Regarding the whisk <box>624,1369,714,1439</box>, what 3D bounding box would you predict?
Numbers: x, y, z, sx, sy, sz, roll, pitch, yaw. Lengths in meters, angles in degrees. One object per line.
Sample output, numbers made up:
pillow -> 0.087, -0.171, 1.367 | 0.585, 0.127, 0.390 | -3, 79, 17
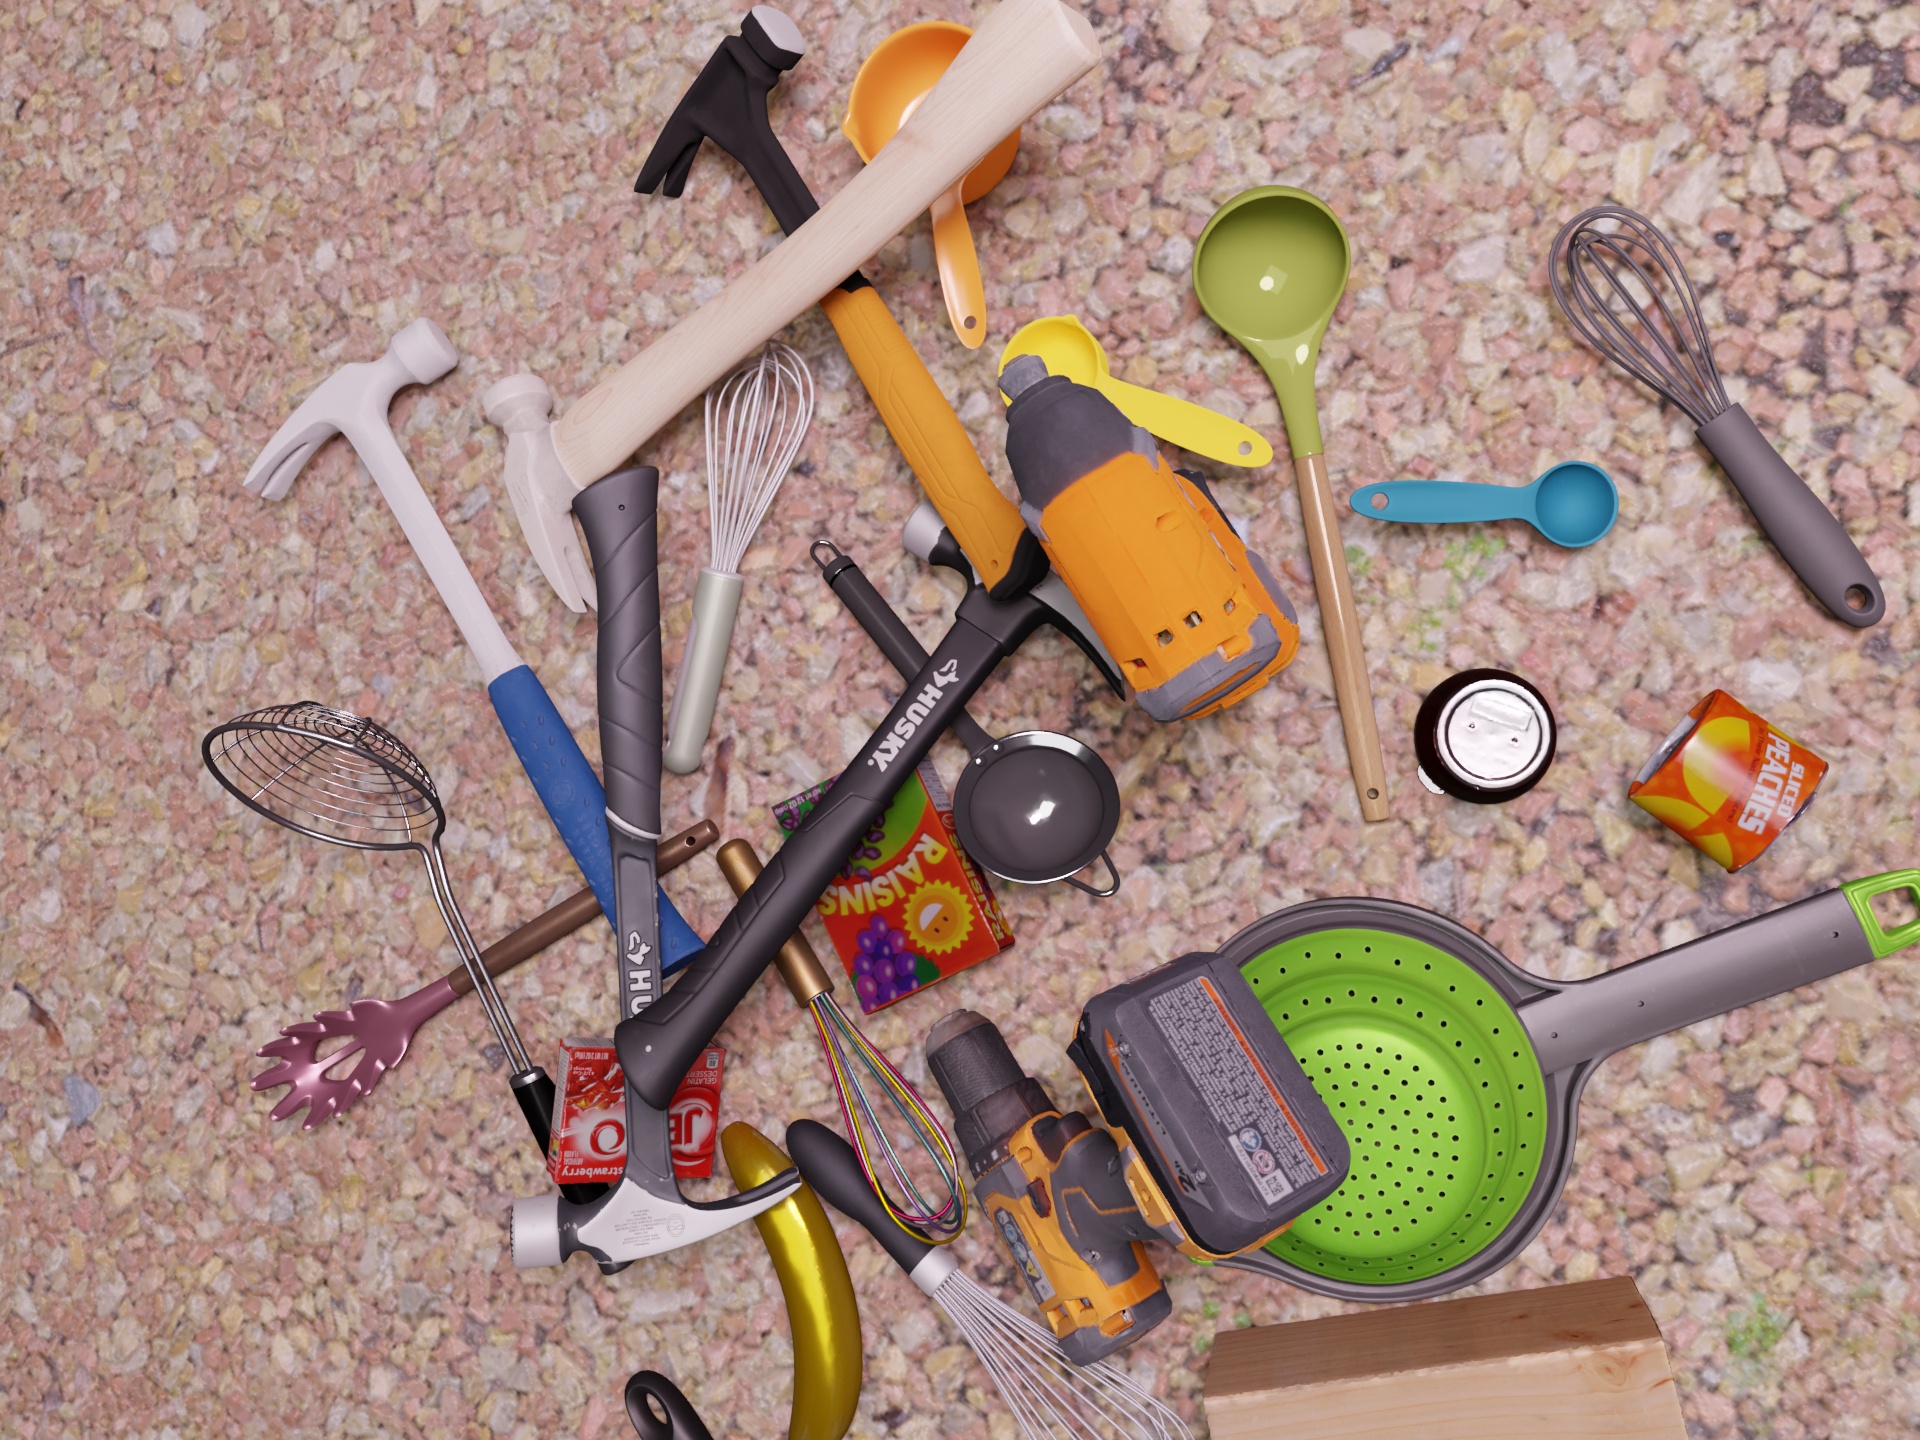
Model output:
whisk -> -0.088, 0.473, 0.853 | 0.073, 0.073, 0.296 | -46, 72, 10

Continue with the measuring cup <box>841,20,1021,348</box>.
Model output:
measuring cup -> -0.003, -0.278, 0.847 | 0.095, 0.052, 0.173 | -11, 88, 14

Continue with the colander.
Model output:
colander -> 0.264, 0.158, 0.745 | 0.397, 0.094, 0.204 | -24, 83, 13

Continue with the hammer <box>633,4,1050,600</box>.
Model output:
hammer -> -0.056, -0.202, 0.829 | 0.127, 0.034, 0.337 | -40, 74, 35

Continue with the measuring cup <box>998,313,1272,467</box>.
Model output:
measuring cup -> 0.092, -0.160, 0.820 | 0.157, 0.029, 0.062 | 27, 97, 21

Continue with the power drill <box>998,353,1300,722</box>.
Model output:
power drill -> 0.085, -0.078, 0.728 | 0.084, 0.226, 0.164 | -33, 81, 12

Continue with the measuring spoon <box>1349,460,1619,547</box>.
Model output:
measuring spoon -> 0.255, -0.106, 0.781 | 0.128, 0.021, 0.042 | 2, 92, 4

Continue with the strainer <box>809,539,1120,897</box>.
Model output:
strainer -> -0.001, -0.003, 0.847 | 0.087, 0.050, 0.259 | -35, 73, -13

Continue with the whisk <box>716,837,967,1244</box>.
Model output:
whisk -> -0.067, 0.168, 0.849 | 0.047, 0.051, 0.245 | -27, 72, -19

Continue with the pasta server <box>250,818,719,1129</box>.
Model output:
pasta server -> -0.272, 0.141, 0.915 | 0.316, 0.040, 0.060 | -31, 91, 11

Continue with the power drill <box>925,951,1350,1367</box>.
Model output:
power drill -> 0.064, 0.190, 0.753 | 0.185, 0.084, 0.226 | 59, 146, 21

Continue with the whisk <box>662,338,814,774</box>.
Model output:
whisk -> -0.131, -0.089, 0.880 | 0.059, 0.058, 0.246 | 12, 97, -16

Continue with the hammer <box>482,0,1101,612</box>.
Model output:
hammer -> -0.094, -0.207, 0.804 | 0.410, 0.038, 0.146 | -31, 76, 32

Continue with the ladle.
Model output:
ladle -> 0.178, -0.107, 0.794 | 0.078, 0.062, 0.320 | -11, 89, 17

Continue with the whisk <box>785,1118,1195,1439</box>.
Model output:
whisk -> 0.009, 0.312, 0.831 | 0.285, 0.070, 0.070 | 41, 99, 17

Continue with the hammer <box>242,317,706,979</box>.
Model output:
hammer -> -0.266, -0.030, 0.902 | 0.144, 0.035, 0.406 | -33, 79, 5

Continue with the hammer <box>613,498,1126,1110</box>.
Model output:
hammer -> -0.055, 0.052, 0.800 | 0.146, 0.035, 0.335 | 34, 81, 18

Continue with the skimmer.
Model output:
skimmer -> -0.284, 0.153, 0.861 | 0.127, 0.090, 0.363 | -20, 96, 39

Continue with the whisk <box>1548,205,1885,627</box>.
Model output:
whisk -> 0.362, -0.144, 0.754 | 0.055, 0.055, 0.239 | -35, 85, 11

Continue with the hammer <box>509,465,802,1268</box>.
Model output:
hammer -> -0.163, 0.073, 0.823 | 0.149, 0.036, 0.409 | -2, 91, -11
